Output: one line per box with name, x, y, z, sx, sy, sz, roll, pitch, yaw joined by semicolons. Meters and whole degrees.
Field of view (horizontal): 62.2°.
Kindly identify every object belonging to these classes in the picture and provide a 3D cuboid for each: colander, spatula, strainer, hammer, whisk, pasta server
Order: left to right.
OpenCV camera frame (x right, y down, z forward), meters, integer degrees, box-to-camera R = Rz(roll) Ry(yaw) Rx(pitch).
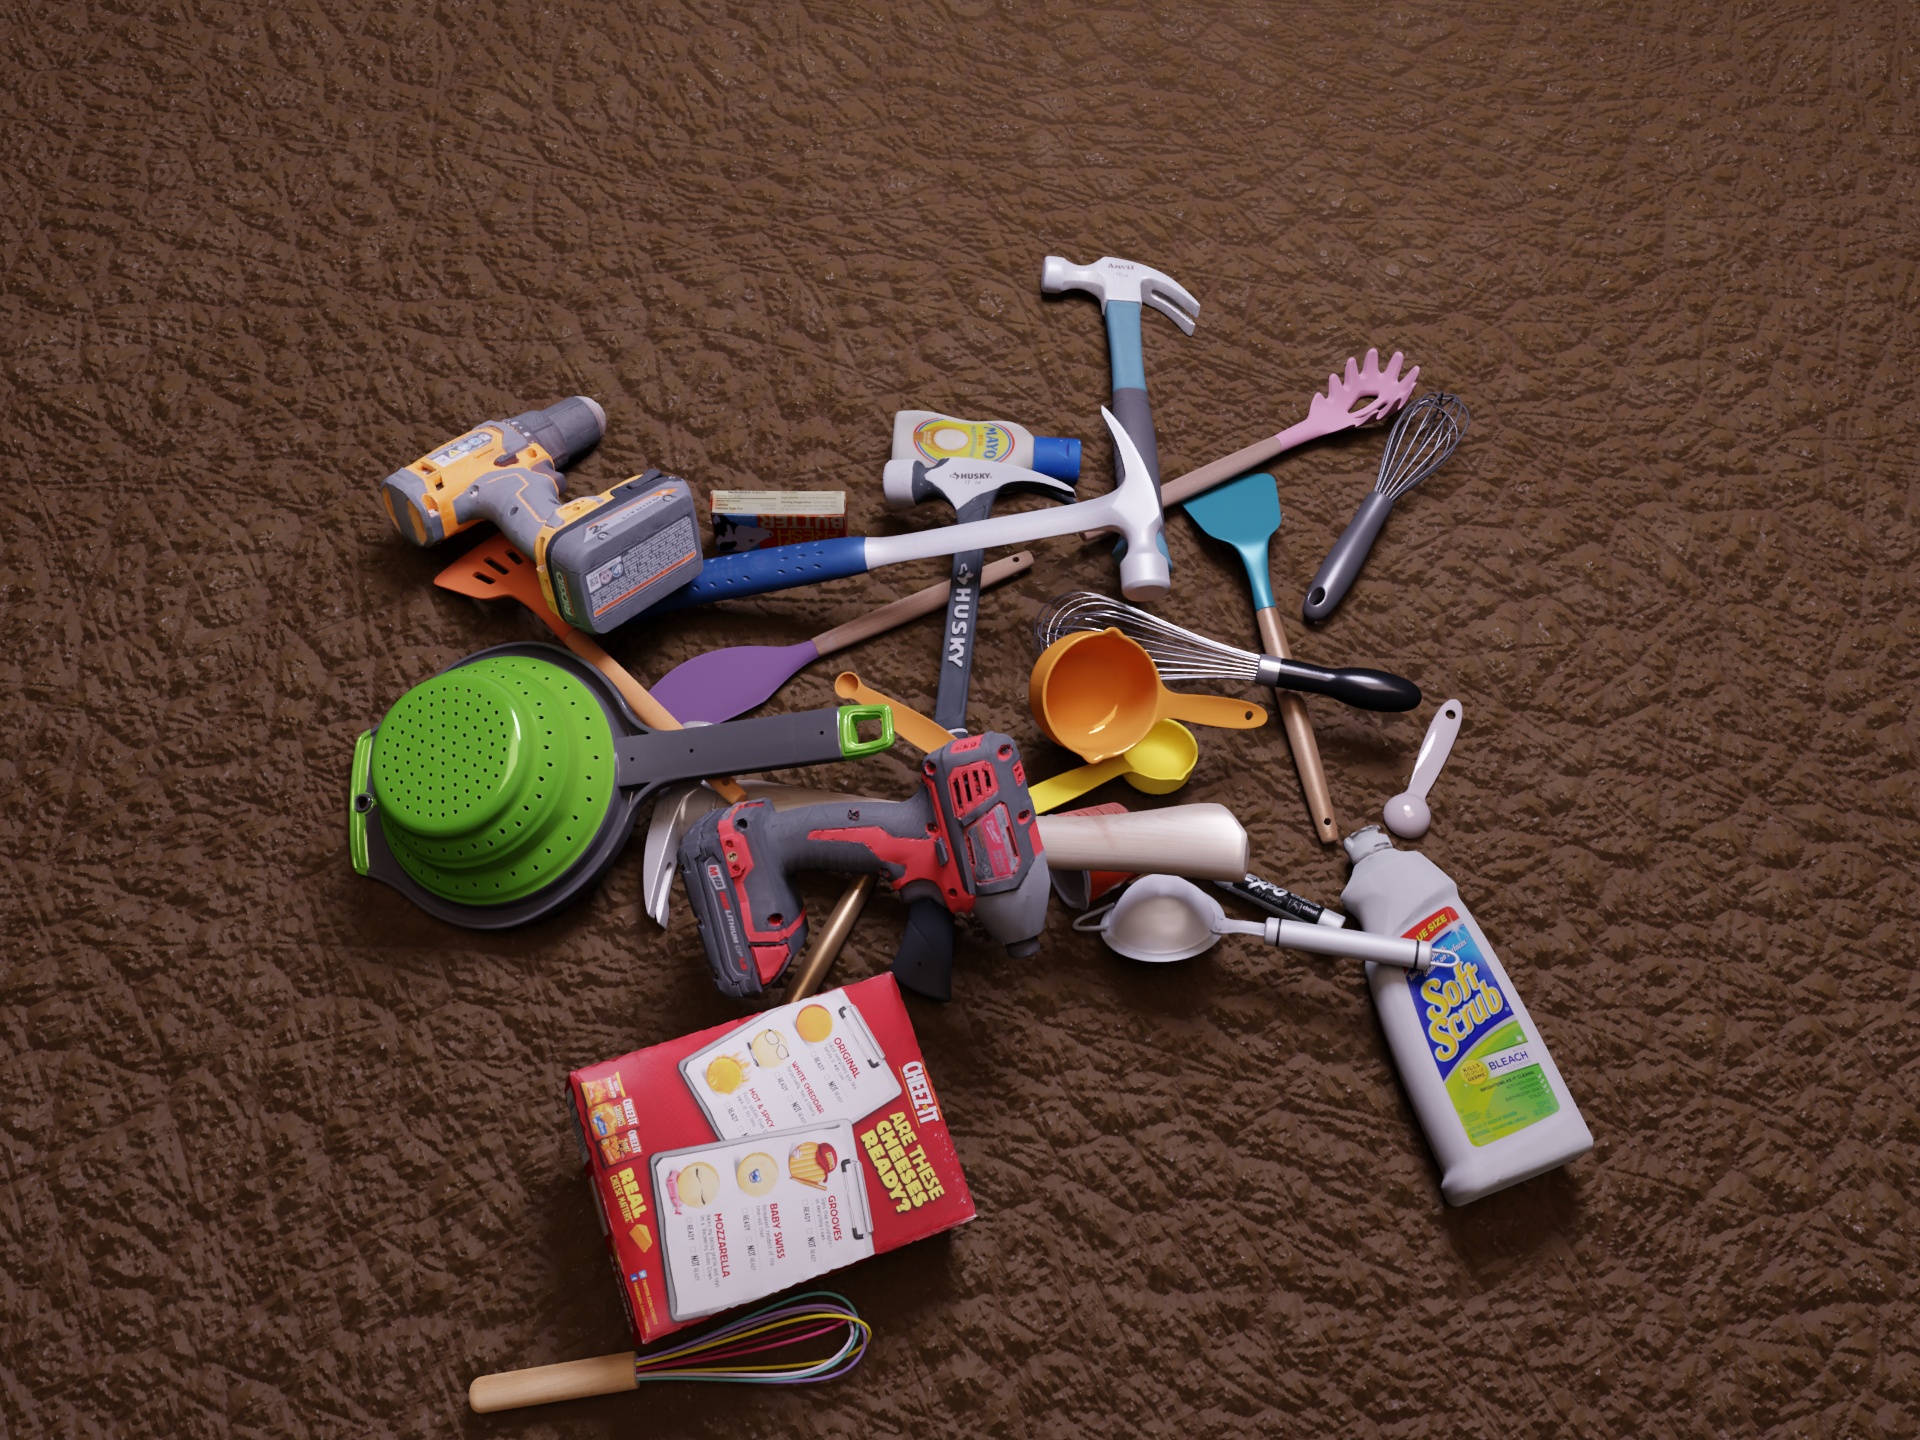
colander;-0.245;0.021;1.056;0.397;0.094;0.205;-8;73;9
spatula;-0.263;-0.041;1.151;0.081;0.041;0.323;-40;68;-20
whisk;-0.176;0.389;0.971;0.245;0.047;0.051;-8;67;-3
spatula;-0.088;-0.066;1.199;0.316;0.018;0.060;-23;65;-12
hammer;-0.057;-0.128;1.158;0.405;0.035;0.144;-8;70;11
hammer;-0.016;0.084;1.066;0.411;0.038;0.146;4;66;16
hammer;-0.002;-0.004;1.140;0.149;0.036;0.409;1;71;14
hammer;0.134;-0.247;1.259;0.128;0.033;0.331;3;56;-5
whisk;0.193;-0.044;1.162;0.284;0.070;0.070;11;65;10
pasta server;0.230;-0.215;1.265;0.316;0.040;0.060;-26;54;-15
strainer;0.203;0.139;1.073;0.258;0.050;0.087;7;33;14
spatula;0.238;-0.056;1.207;0.082;0.044;0.318;-9;71;-5
whisk;0.333;-0.170;1.253;0.055;0.055;0.239;31;72;11

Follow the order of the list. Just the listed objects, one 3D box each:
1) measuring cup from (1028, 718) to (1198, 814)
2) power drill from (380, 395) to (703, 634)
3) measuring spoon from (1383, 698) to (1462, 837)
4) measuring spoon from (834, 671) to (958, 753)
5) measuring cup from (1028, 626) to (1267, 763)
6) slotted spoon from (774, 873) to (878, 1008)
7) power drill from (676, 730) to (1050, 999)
measuring cup;0.098;0.045;1.141;0.156;0.029;0.062;-22;57;-17
power drill;-0.288;-0.165;1.172;0.226;0.084;0.185;27;49;31
measuring spoon;0.346;0.031;1.172;0.034;0.018;0.124;26;66;9
measuring spoon;-0.041;0.000;1.124;0.117;0.011;0.021;32;90;19
measuring cup;0.131;-0.015;1.132;0.173;0.052;0.095;7;94;-18
slotted spoon;-0.127;0.220;1.060;0.070;0.031;0.314;28;65;4
power drill;-0.054;0.099;1.004;0.219;0.078;0.143;-14;99;9
